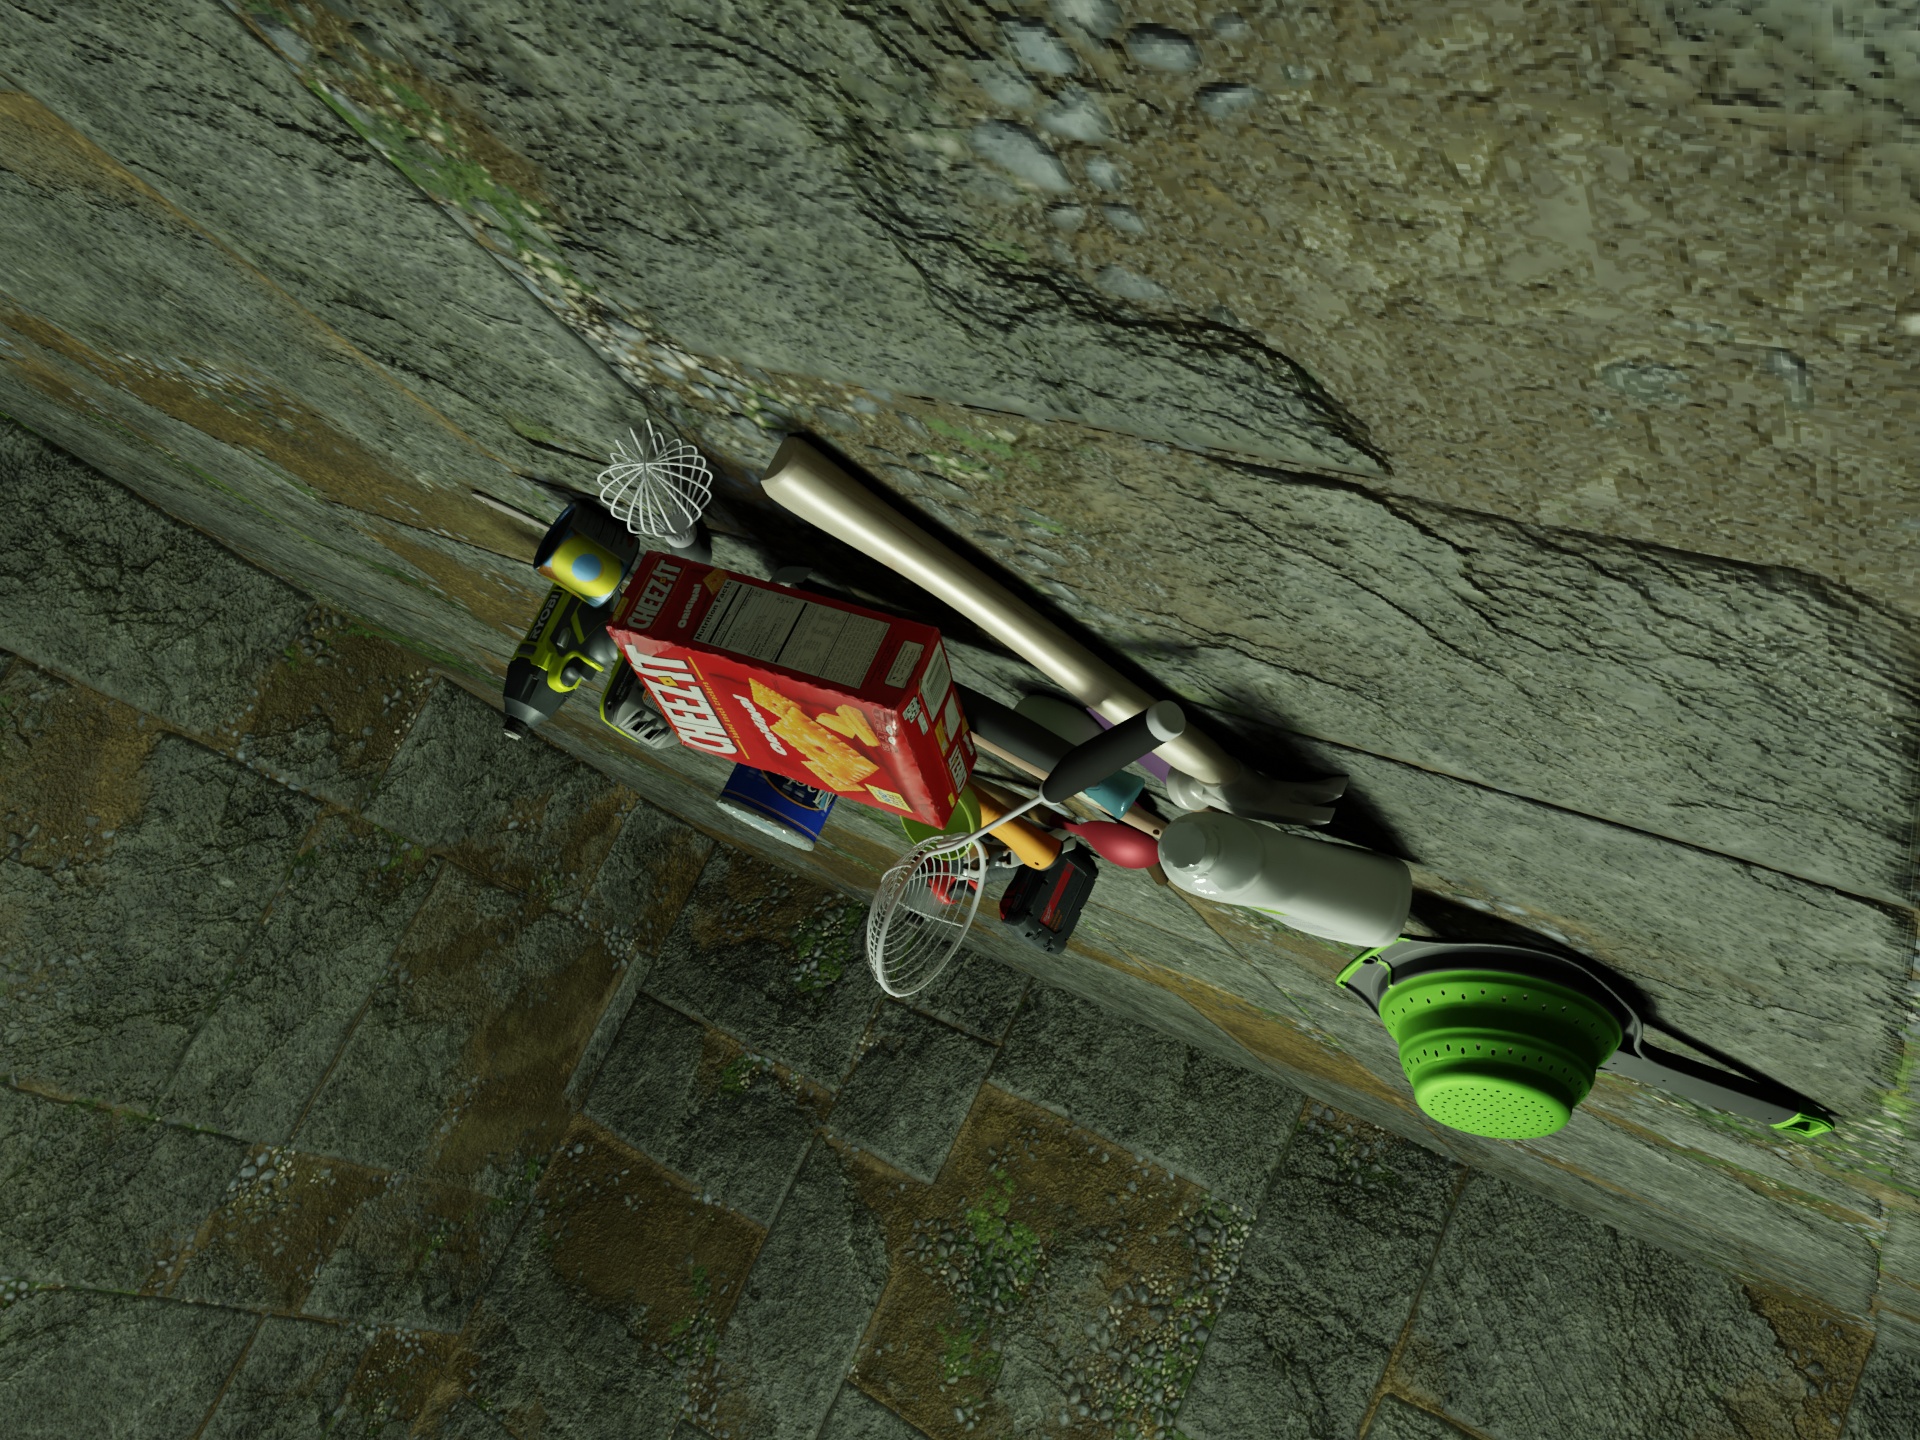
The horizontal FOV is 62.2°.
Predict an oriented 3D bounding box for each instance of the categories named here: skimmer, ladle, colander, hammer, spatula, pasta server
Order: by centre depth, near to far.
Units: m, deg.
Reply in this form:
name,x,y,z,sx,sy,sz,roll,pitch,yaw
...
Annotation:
name,x,y,z,sx,sy,sz,roll,pitch,yaw
hammer,0.058,-0.044,0.952,0.410,0.038,0.146,33,165,-29
skimmer,0.045,0.089,1.047,0.090,0.127,0.363,52,140,-1
hammer,-0.013,-0.019,1.114,0.331,0.033,0.128,29,165,26
colander,0.478,0.279,1.201,0.397,0.095,0.204,20,148,-5
spatula,0.186,0.067,1.204,0.060,0.018,0.315,24,169,42
ladle,-0.063,0.022,1.211,0.078,0.062,0.319,19,163,31
pasta server,0.028,0.023,1.271,0.316,0.040,0.060,28,124,-1
hammer,-0.042,0.032,1.370,0.336,0.034,0.127,34,151,-19
ladle,0.071,0.083,1.461,0.069,0.031,0.316,43,167,-34
hammer,-0.043,0.080,1.625,0.149,0.036,0.409,-8,-164,-32

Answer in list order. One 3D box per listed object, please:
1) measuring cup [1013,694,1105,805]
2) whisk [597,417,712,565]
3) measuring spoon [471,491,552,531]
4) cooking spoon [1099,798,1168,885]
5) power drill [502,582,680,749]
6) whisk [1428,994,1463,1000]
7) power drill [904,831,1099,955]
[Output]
name,x,y,z,sx,sy,sz,roll,pitch,yaw
measuring cup,0.086,0.025,1.194,0.083,0.038,0.167,21,169,26
whisk,-0.191,-0.133,1.058,0.070,0.070,0.284,26,173,0
measuring spoon,-0.377,-0.168,1.392,0.124,0.018,0.034,26,169,7
cooking spoon,0.159,0.104,1.425,0.069,0.017,0.318,26,169,22
power drill,-0.316,-0.050,1.413,0.223,0.171,0.080,10,160,44
whisk,0.389,0.216,1.357,0.055,0.055,0.239,27,173,-2
power drill,0.030,0.175,1.715,0.220,0.143,0.078,10,157,47
